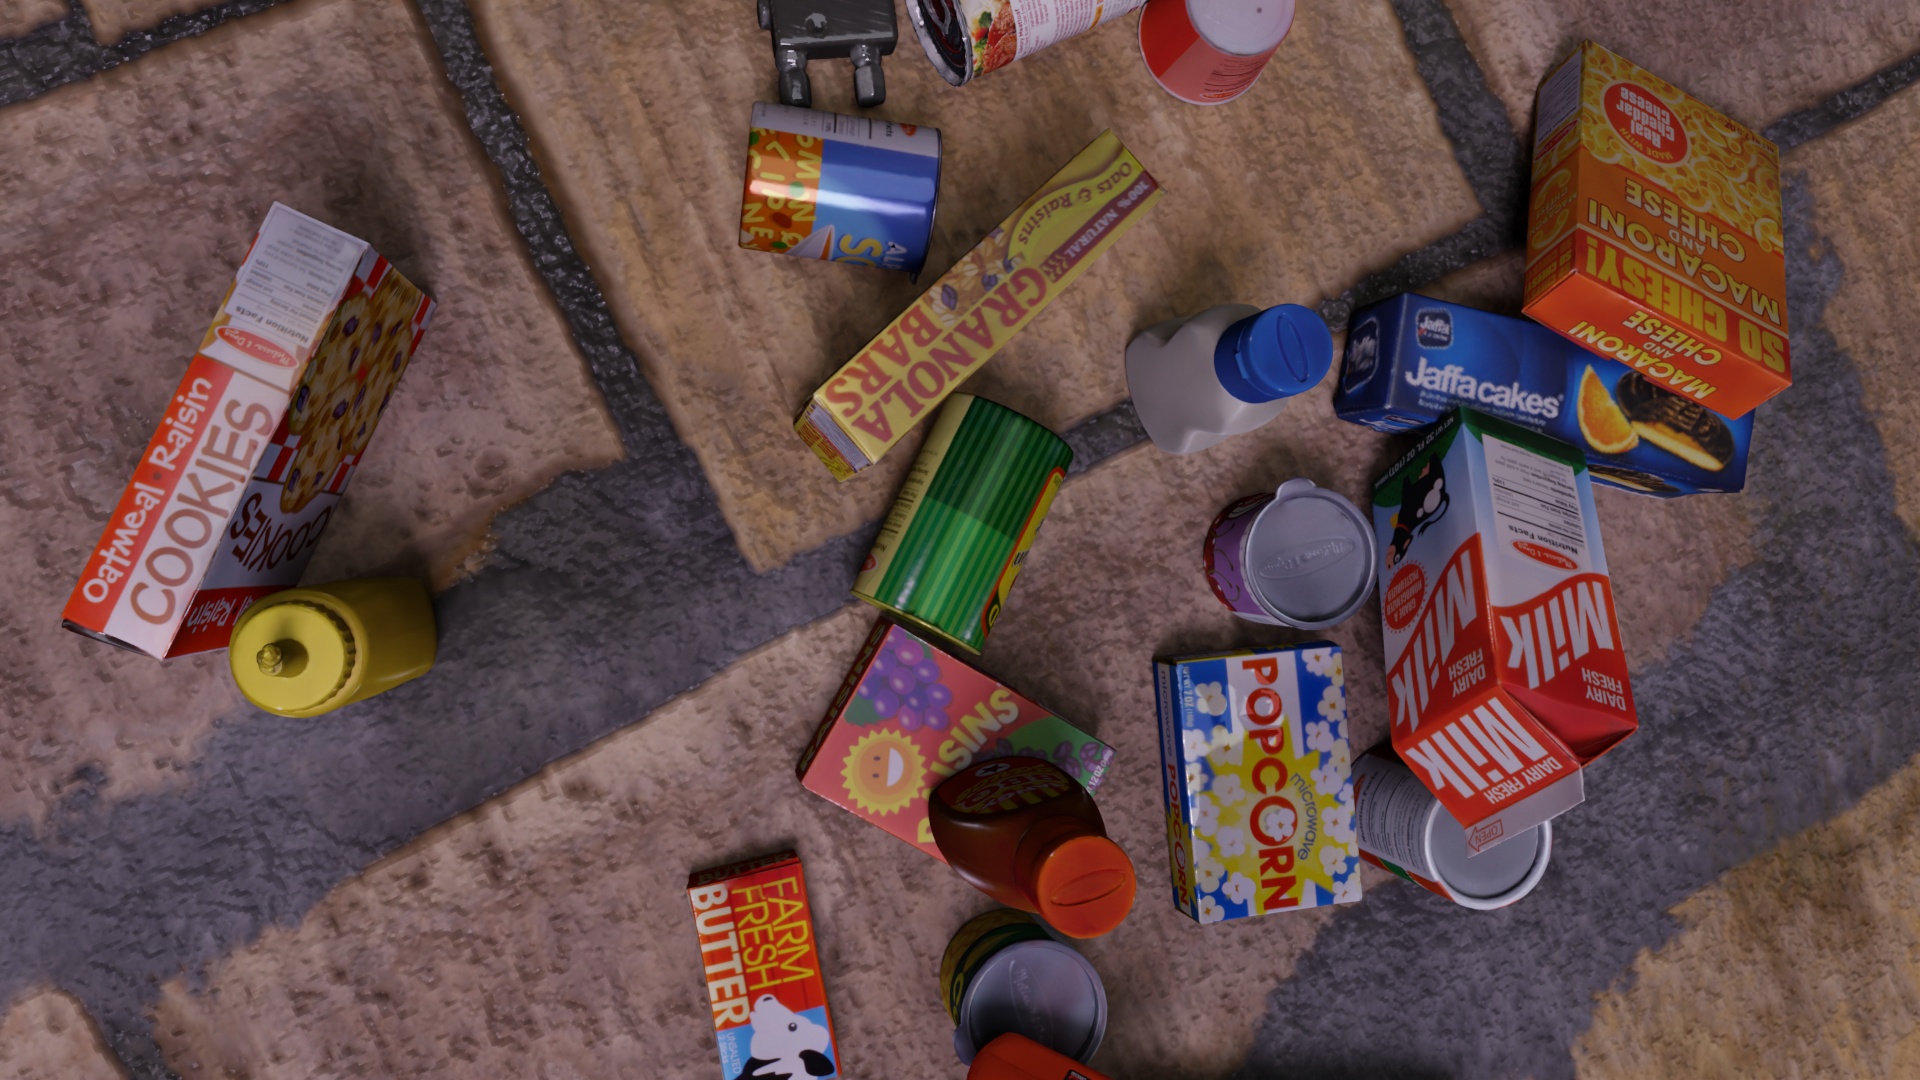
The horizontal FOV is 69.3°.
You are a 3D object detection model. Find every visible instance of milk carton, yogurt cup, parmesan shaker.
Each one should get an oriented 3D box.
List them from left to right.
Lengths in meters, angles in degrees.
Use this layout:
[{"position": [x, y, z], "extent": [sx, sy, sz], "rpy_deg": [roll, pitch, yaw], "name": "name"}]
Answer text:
[{"position": [0.002, -0.008, 0.631], "extent": [0.071, 0.071, 0.103], "rpy_deg": [27, 84, -9], "name": "parmesan shaker"}, {"position": [0.126, -0.251, 0.670], "extent": [0.072, 0.054, 0.072], "rpy_deg": [0, 89, -10], "name": "yogurt cup"}, {"position": [0.239, 0.041, 0.619], "extent": [0.073, 0.072, 0.191], "rpy_deg": [18, 53, -14], "name": "milk carton"}]

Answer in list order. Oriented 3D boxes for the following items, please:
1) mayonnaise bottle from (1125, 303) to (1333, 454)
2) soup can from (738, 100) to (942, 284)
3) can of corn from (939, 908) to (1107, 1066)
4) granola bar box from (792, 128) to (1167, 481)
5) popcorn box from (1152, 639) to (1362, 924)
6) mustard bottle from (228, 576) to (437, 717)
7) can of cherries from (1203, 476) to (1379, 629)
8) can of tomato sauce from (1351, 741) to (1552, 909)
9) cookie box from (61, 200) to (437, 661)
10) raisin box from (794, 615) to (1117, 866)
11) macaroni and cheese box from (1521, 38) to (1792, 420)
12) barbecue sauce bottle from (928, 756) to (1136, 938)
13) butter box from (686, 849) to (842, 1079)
[{"position": [0.116, -0.075, 0.616], "extent": [0.041, 0.148, 0.064], "rpy_deg": [-20, 93, -11], "name": "mayonnaise bottle"}, {"position": [-0.056, -0.156, 0.627], "extent": [0.084, 0.071, 0.071], "rpy_deg": [6, 88, -10], "name": "soup can"}, {"position": [0.025, 0.209, 0.637], "extent": [0.071, 0.058, 0.071], "rpy_deg": [0, 89, -11], "name": "can of corn"}, {"position": [0.001, -0.098, 0.606], "extent": [0.166, 0.124, 0.039], "rpy_deg": [-44, 97, -9], "name": "granola bar box"}, {"position": [0.143, 0.115, 0.673], "extent": [0.085, 0.038, 0.126], "rpy_deg": [-5, 90, -12], "name": "popcorn box"}, {"position": [-0.246, 0.041, 0.536], "extent": [0.065, 0.160, 0.048], "rpy_deg": [-9, 92, -10], "name": "mustard bottle"}, {"position": [0.157, 0.006, 0.668], "extent": [0.071, 0.058, 0.071], "rpy_deg": [0, 89, -10], "name": "can of cherries"}, {"position": [0.233, 0.135, 0.667], "extent": [0.071, 0.083, 0.071], "rpy_deg": [0, 89, -11], "name": "can of tomato sauce"}, {"position": [-0.275, -0.039, 0.551], "extent": [0.040, 0.123, 0.167], "rpy_deg": [25, 85, -9], "name": "cookie box"}, {"position": [-0.003, 0.102, 0.645], "extent": [0.123, 0.040, 0.086], "rpy_deg": [30, 84, -10], "name": "raisin box"}, {"position": [0.343, -0.154, 0.684], "extent": [0.124, 0.040, 0.167], "rpy_deg": [24, 58, -9], "name": "macaroni and cheese box"}, {"position": [0.030, 0.120, 0.554], "extent": [0.065, 0.148, 0.043], "rpy_deg": [-15, 94, -11], "name": "barbecue sauce bottle"}, {"position": [-0.090, 0.198, 0.632], "extent": [0.053, 0.024, 0.103], "rpy_deg": [-11, 91, -10], "name": "butter box"}]
